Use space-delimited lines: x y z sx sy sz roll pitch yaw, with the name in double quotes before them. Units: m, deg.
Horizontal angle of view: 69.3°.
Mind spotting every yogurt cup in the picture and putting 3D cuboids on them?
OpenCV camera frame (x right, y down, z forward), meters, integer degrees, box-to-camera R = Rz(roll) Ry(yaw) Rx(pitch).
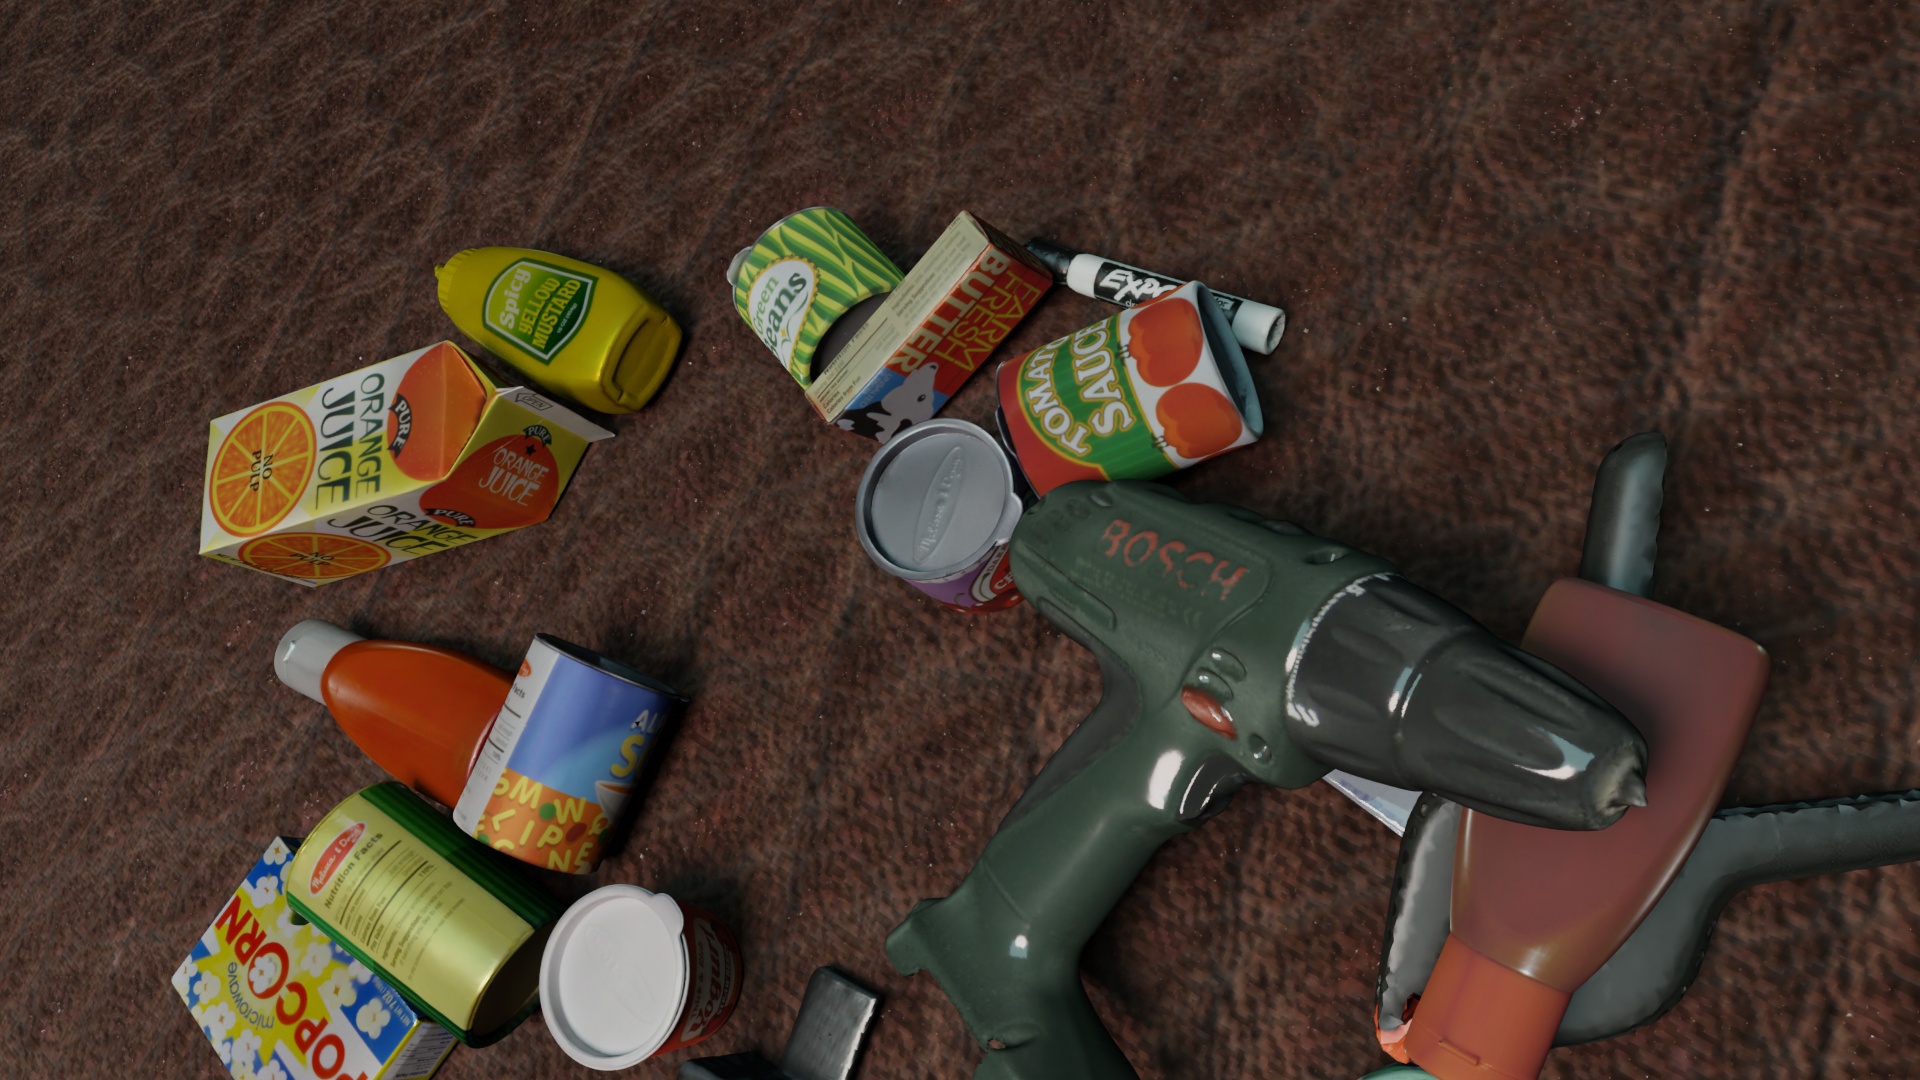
"yogurt cup" -0.124 0.173 0.553 0.072 0.054 0.072 -7 71 22

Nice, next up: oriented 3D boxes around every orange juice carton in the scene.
"orange juice carton" -0.267 -0.038 0.674 0.192 0.071 0.073 -14 69 19

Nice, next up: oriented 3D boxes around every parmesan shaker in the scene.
"parmesan shaker" -0.222 0.159 0.584 0.103 0.071 0.071 30 87 17

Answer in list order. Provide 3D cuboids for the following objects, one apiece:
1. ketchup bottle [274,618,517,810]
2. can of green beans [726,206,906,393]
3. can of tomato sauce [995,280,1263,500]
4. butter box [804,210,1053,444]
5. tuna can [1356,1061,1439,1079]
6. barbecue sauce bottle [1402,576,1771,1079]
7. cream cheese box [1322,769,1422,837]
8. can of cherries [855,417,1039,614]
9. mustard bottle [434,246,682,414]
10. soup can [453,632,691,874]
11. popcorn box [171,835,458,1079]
"ketchup bottle" -0.260 0.075 0.650 0.149 0.043 0.065 18 82 27
"can of green beans" -0.056 -0.102 0.606 0.071 0.071 0.058 -44 63 5
"can of tomato sauce" 0.064 -0.054 0.532 0.083 0.071 0.071 -22 66 22
"butter box" -0.012 -0.085 0.579 0.103 0.053 0.024 -47 60 17
"tuna can" 0.149 0.201 0.438 0.071 0.033 0.071 -7 71 22
"barbecue sauce bottle" 0.175 0.089 0.404 0.065 0.043 0.148 23 89 35
"cream cheese box" 0.131 0.055 0.498 0.104 0.024 0.053 35 89 28
"can of cherries" 0.002 -0.007 0.555 0.071 0.058 0.071 -7 70 21
"mustard bottle" -0.212 -0.112 0.687 0.160 0.048 0.065 23 81 28
"soup can" -0.165 0.092 0.593 0.071 0.071 0.084 20 83 27
"popcorn box" -0.287 0.205 0.622 0.127 0.038 0.085 37 90 28
